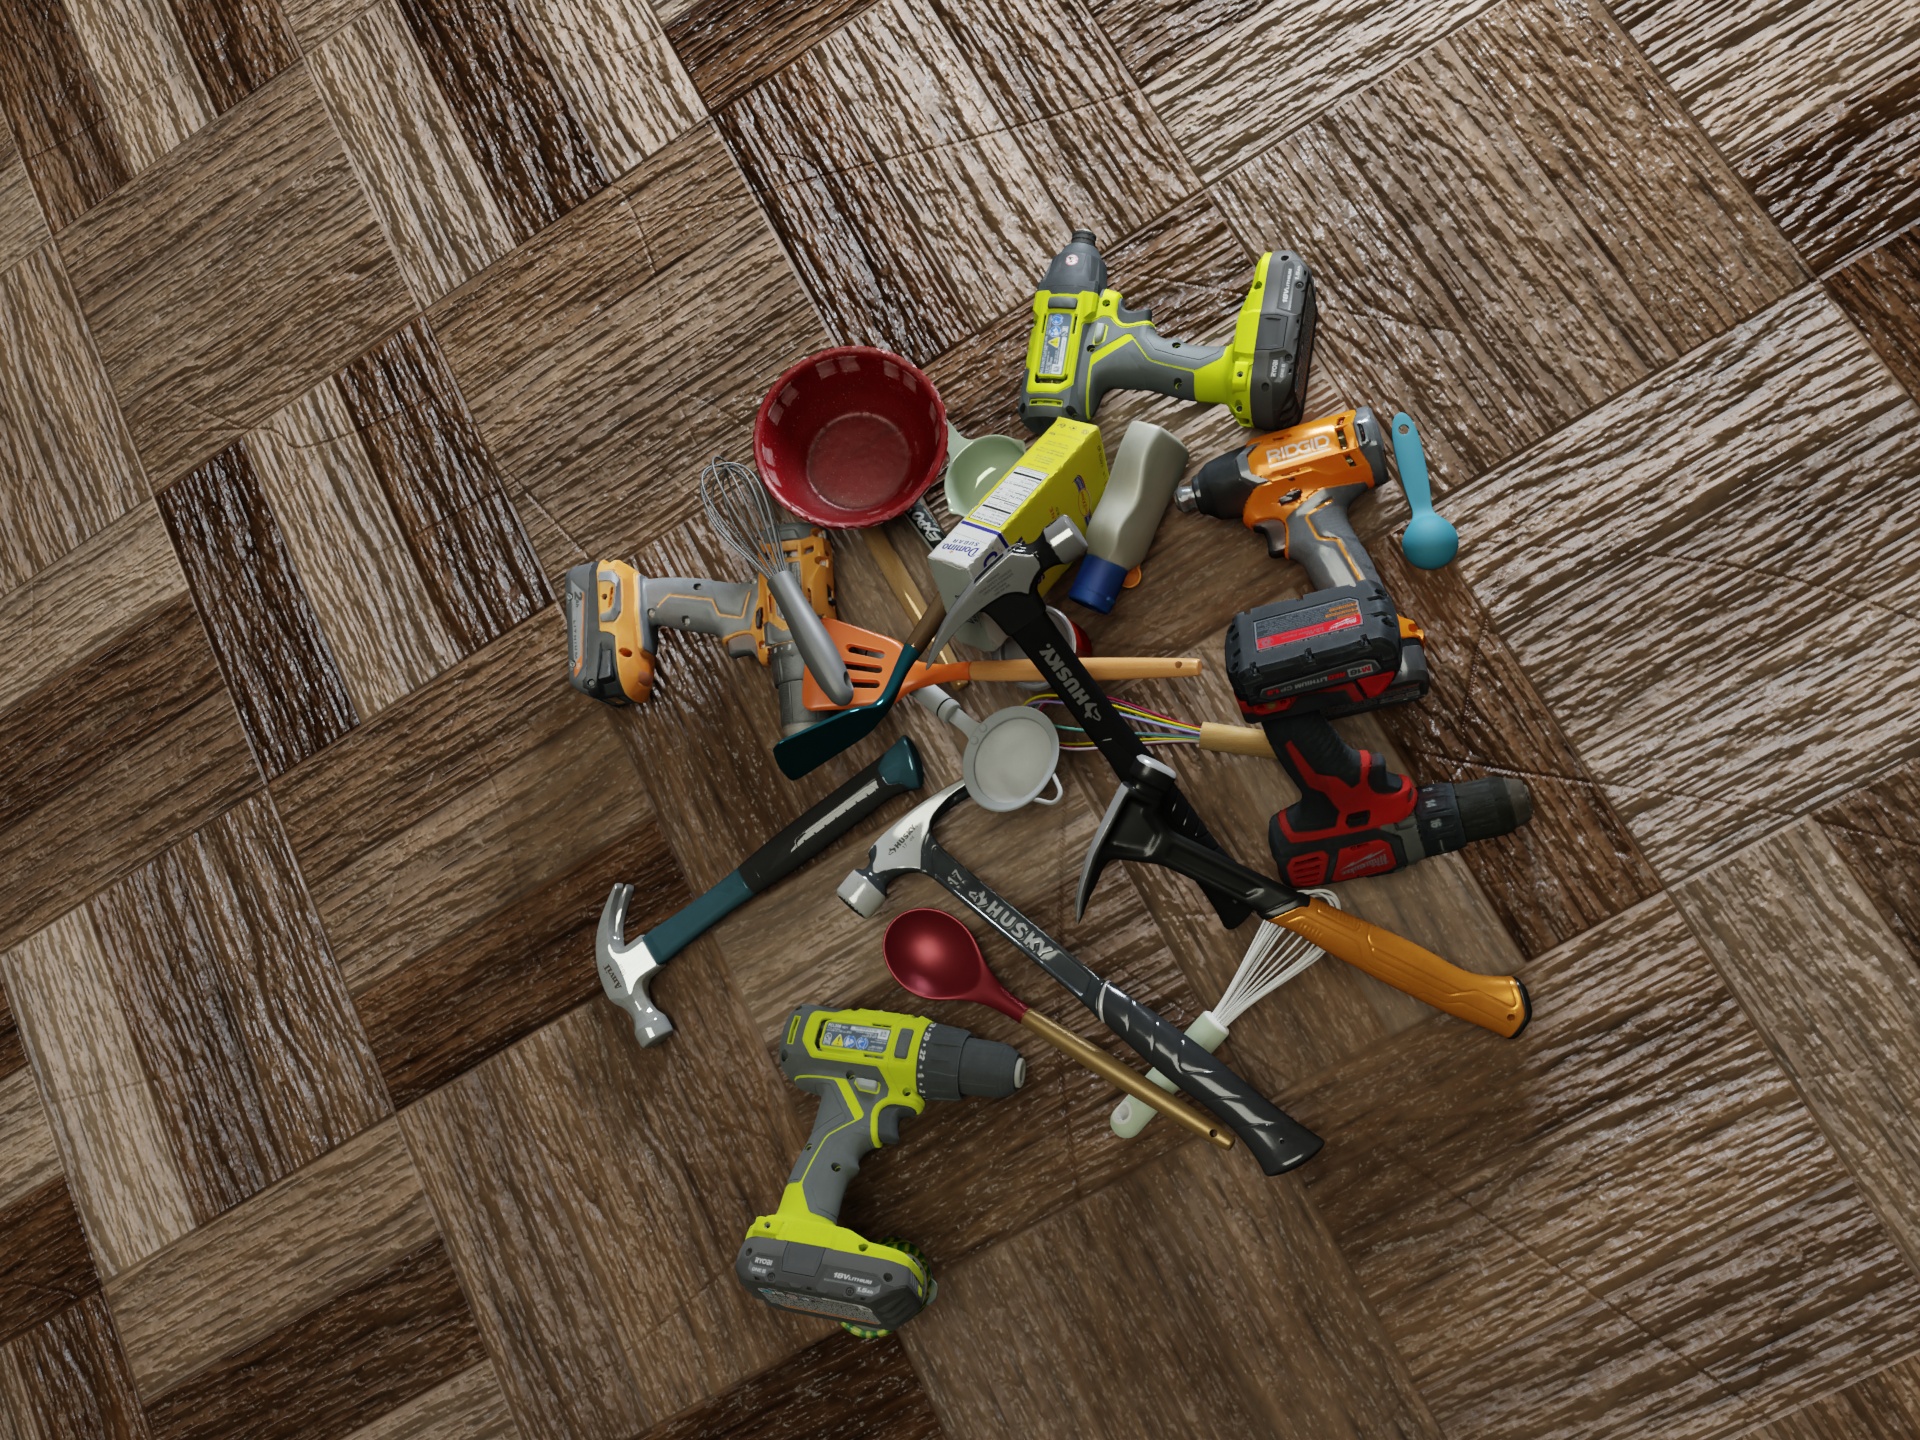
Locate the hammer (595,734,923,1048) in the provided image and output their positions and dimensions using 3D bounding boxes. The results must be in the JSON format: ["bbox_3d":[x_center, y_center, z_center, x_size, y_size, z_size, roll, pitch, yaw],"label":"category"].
[{"bbox_3d":[-0.165,0.126,1.317,0.331,0.033,0.128,-37,74,7],"label":"hammer"}]

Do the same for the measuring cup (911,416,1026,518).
[{"bbox_3d":[0.004,-0.222,1.332,0.083,0.038,0.168,-44,58,6],"label":"measuring cup"}]

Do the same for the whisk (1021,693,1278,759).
[{"bbox_3d":[0.166,0.011,1.244,0.245,0.051,0.047,8,104,13],"label":"whisk"}]

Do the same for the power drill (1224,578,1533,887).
[{"bbox_3d":[0.294,0.017,1.126,0.188,0.226,0.080,-14,33,16],"label":"power drill"}]

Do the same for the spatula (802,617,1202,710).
[{"bbox_3d":[0.027,-0.041,1.231,0.323,0.041,0.081,0,70,26],"label":"spatula"}]

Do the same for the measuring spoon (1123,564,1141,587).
[{"bbox_3d":[0.152,-0.161,1.290,0.021,0.011,0.117,14,81,25],"label":"measuring spoon"}]

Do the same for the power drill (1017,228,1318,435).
[{"bbox_3d":[0.166,-0.312,1.277,0.223,0.080,0.171,7,80,20],"label":"power drill"}]

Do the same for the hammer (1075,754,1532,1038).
[{"bbox_3d":[0.249,0.151,1.138,0.337,0.034,0.127,25,98,-2],"label":"hammer"}]

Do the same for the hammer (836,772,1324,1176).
[{"bbox_3d":[0.097,0.195,1.195,0.409,0.036,0.149,37,79,24],"label":"hammer"}]

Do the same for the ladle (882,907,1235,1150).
[{"bbox_3d":[0.072,0.238,1.216,0.316,0.031,0.069,29,86,25],"label":"ladle"}]

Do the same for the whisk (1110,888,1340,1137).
[{"bbox_3d":[0.198,0.221,1.195,0.246,0.059,0.058,-49,36,7],"label":"whisk"}]

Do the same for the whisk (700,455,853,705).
[{"bbox_3d":[-0.145,-0.114,1.276,0.055,0.055,0.239,-32,75,9],"label":"whisk"}]

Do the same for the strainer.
[{"bbox_3d":[-0.002,-0.004,1.276,0.259,0.050,0.087,39,94,31],"label":"strainer"}]

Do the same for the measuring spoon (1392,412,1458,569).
[{"bbox_3d":[0.353,-0.180,1.228,0.042,0.021,0.129,-13,79,13],"label":"measuring spoon"}]

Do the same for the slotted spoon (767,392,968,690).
[{"bbox_3d":[-0.076,-0.157,1.344,0.070,0.031,0.314,-32,76,5],"label":"slotted spoon"}]

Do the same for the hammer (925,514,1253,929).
[{"bbox_3d":[0.114,0.022,1.176,0.146,0.035,0.334,-35,103,13],"label":"hammer"}]

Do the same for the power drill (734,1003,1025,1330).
[{"bbox_3d":[-0.061,0.328,1.198,0.190,0.080,0.229,4,56,17],"label":"power drill"}]

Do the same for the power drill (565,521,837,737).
[{"bbox_3d":[-0.211,-0.061,1.340,0.226,0.084,0.185,-7,79,9],"label":"power drill"}]

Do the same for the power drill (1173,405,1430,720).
[{"bbox_3d":[0.260,-0.115,1.216,0.164,0.084,0.227,-14,74,15],"label":"power drill"}]

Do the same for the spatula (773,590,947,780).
[{"bbox_3d":[-0.032,-0.081,1.232,0.044,0.082,0.317,30,75,16],"label":"spatula"}]
